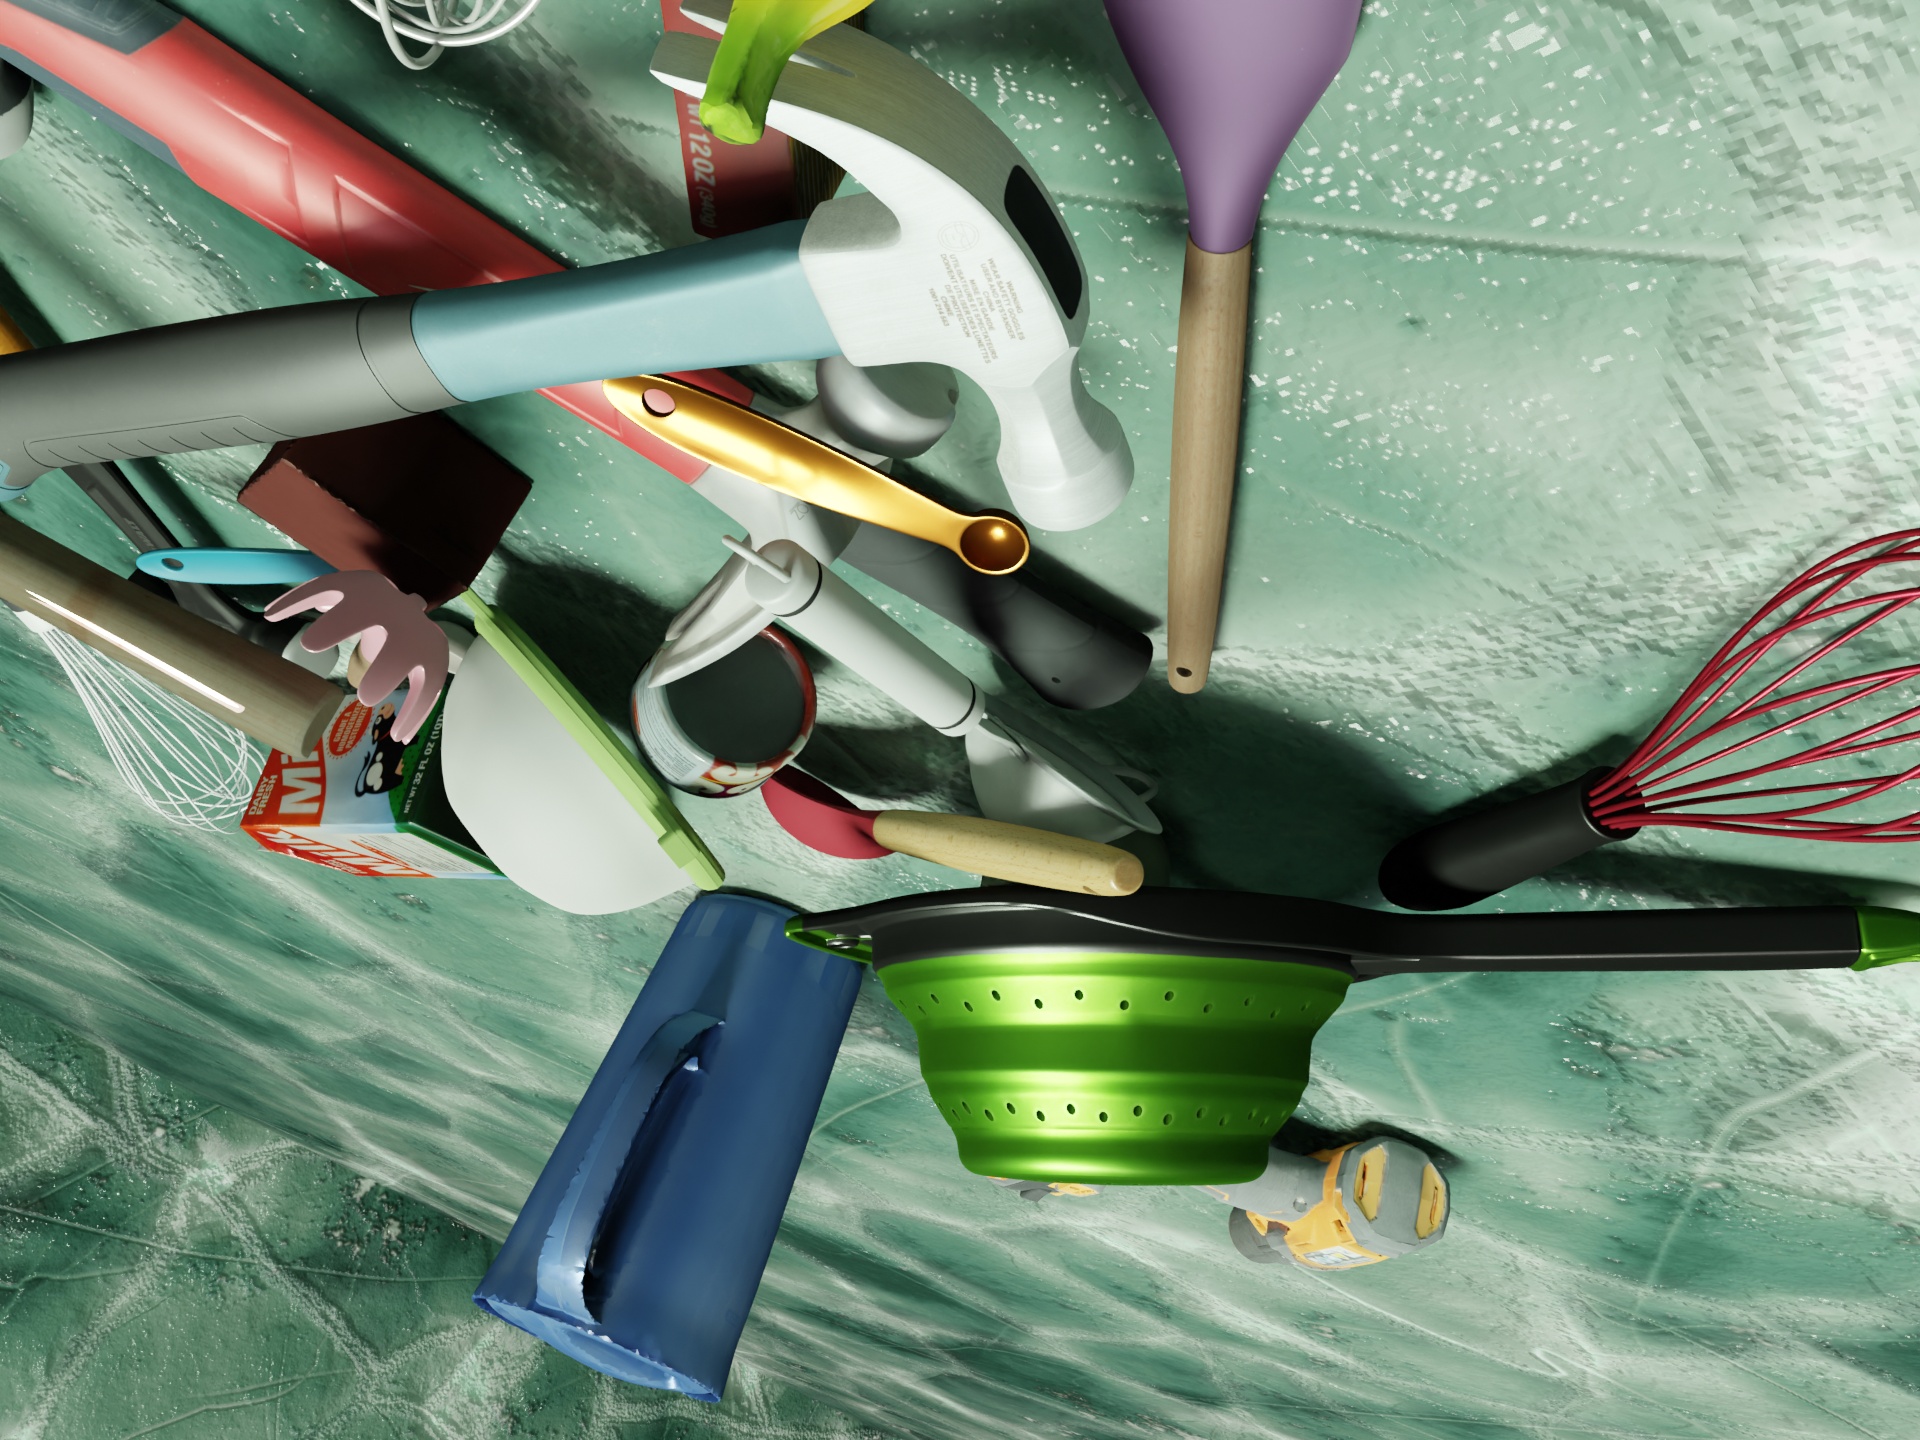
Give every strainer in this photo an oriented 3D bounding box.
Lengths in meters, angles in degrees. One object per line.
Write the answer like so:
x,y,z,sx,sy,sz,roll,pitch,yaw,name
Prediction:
-0.001,-0.002,0.504,0.087,0.050,0.258,40,-178,34,strainer
-0.172,0.045,0.705,0.151,0.069,0.256,47,166,11,strainer

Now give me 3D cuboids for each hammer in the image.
-0.370,-0.093,0.480,0.146,0.038,0.410,19,166,43,hammer
-0.367,-0.130,0.615,0.127,0.034,0.336,17,150,19,hammer
-0.133,-0.086,0.380,0.331,0.033,0.128,-3,140,21,hammer
-0.112,-0.115,0.473,0.408,0.036,0.149,30,149,-16,hammer
-0.194,-0.141,0.394,0.386,0.038,0.143,31,134,-21,hammer

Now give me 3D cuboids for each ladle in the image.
-0.014,0.040,0.563,0.069,0.031,0.315,31,169,-19,ladle

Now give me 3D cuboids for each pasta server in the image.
-0.235,-0.022,0.625,0.060,0.040,0.316,47,162,-14,pasta server

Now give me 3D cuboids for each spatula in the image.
0.061,-0.101,0.394,0.060,0.018,0.315,16,150,16,spatula

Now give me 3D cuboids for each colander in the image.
0.133,0.116,0.557,0.397,0.094,0.204,-3,164,18,colander

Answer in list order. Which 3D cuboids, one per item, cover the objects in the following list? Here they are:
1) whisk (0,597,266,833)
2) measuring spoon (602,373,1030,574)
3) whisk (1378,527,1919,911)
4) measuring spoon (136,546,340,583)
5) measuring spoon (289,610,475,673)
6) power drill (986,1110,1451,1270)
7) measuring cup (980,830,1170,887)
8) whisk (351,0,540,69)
-0.451,-0.036,0.818,0.070,0.070,0.284,7,143,25,whisk
-0.036,-0.066,0.409,0.117,0.011,0.021,22,135,-7,measuring spoon
0.202,0.019,0.465,0.073,0.073,0.295,25,158,-6,whisk
-0.269,-0.070,0.641,0.128,0.021,0.042,0,146,6,measuring spoon
-0.263,-0.043,0.724,0.124,0.018,0.034,13,159,29,measuring spoon
0.128,0.248,0.883,0.226,0.084,0.185,20,153,-7,power drill
0.087,0.069,0.658,0.167,0.038,0.083,15,157,-23,measuring cup
-0.106,-0.224,0.271,0.058,0.059,0.246,9,146,-2,whisk
